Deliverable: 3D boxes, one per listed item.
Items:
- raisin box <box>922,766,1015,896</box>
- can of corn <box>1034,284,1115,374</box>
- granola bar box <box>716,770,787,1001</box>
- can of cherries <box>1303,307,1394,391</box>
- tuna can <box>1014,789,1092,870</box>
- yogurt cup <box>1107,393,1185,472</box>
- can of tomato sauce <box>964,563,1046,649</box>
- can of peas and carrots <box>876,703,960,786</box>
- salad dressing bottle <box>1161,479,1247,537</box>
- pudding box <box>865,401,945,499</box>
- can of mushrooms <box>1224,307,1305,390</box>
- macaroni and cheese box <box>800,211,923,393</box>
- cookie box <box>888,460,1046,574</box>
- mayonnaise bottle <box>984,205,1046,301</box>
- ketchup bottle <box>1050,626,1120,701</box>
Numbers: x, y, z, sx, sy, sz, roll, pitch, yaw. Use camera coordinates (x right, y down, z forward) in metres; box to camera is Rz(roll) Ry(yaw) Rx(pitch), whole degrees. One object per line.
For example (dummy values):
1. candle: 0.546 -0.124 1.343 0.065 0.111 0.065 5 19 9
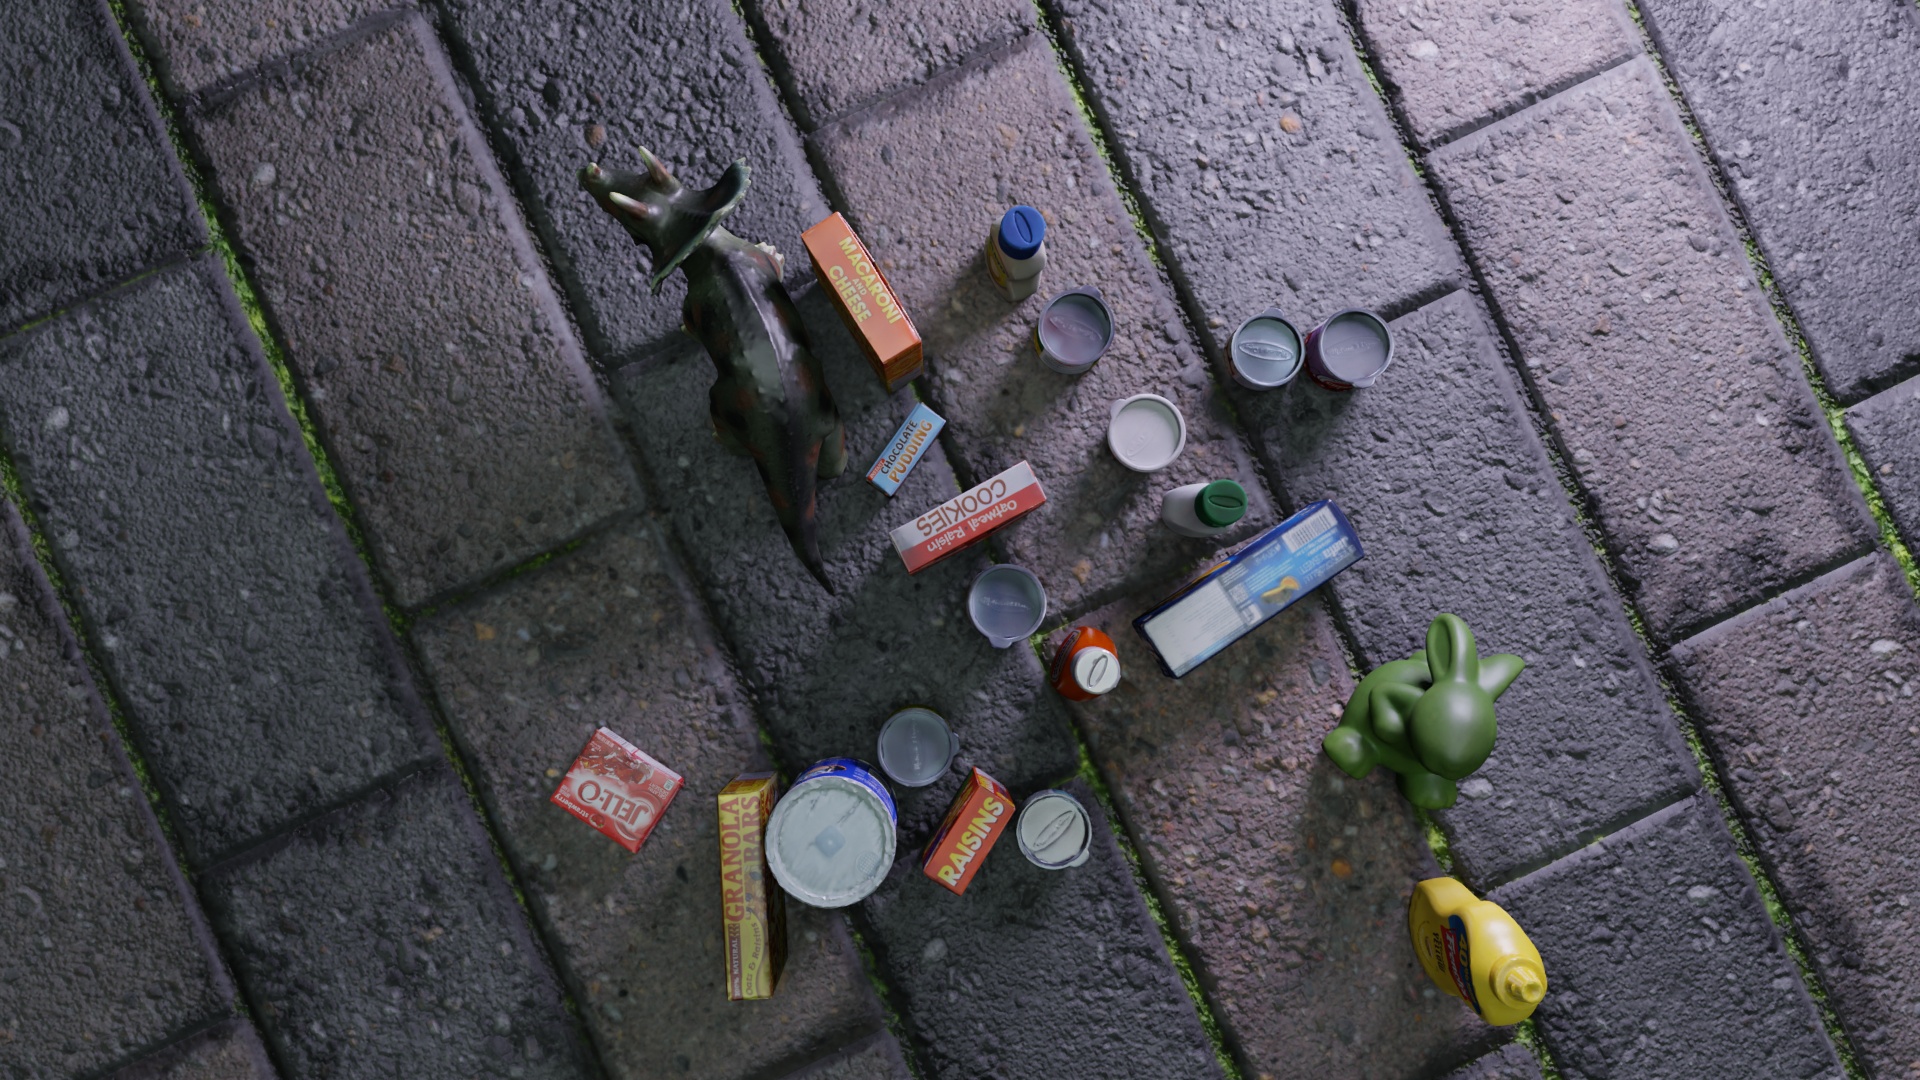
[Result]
1. raisin box: 0.006 0.241 1.165 0.040 0.123 0.086 33 87 0
2. can of corn: 0.100 -0.185 1.221 0.071 0.058 0.071 0 88 -2
3. granola bar box: -0.173 0.283 1.158 0.039 0.124 0.165 -3 88 -2
4. can of cherries: 0.341 -0.165 1.227 0.071 0.058 0.071 0 88 -2
5. tuna can: 0.082 0.253 1.212 0.071 0.033 0.071 0 87 -2
6. yogurt cup: 0.160 -0.092 1.220 0.072 0.054 0.072 0 88 -2
7. can of tomato sauce: 0.037 0.056 1.195 0.071 0.083 0.071 0 88 -2
8. can of peas and carrots: -0.036 0.175 1.199 0.071 0.058 0.071 0 88 -2
9. salad dressing bottle: 0.208 -0.027 1.172 0.064 0.147 0.044 10 88 -1
10. pudding box: -0.048 -0.078 1.216 0.030 0.049 0.084 36 87 0
11. can of mushrooms: 0.271 -0.170 1.238 0.071 0.033 0.071 0 87 -2
12. macaroni and cheese box: -0.079 -0.195 1.162 0.040 0.166 0.123 -33 89 -2
13. cookie box: 0.004 -0.014 1.155 0.123 0.167 0.040 -29 89 -2
14. mayonnaise bottle: 0.047 -0.247 1.177 0.041 0.148 0.065 -23 89 -2
15. ketchup bottle: 0.107 0.105 1.162 0.043 0.149 0.065 27 87 0
